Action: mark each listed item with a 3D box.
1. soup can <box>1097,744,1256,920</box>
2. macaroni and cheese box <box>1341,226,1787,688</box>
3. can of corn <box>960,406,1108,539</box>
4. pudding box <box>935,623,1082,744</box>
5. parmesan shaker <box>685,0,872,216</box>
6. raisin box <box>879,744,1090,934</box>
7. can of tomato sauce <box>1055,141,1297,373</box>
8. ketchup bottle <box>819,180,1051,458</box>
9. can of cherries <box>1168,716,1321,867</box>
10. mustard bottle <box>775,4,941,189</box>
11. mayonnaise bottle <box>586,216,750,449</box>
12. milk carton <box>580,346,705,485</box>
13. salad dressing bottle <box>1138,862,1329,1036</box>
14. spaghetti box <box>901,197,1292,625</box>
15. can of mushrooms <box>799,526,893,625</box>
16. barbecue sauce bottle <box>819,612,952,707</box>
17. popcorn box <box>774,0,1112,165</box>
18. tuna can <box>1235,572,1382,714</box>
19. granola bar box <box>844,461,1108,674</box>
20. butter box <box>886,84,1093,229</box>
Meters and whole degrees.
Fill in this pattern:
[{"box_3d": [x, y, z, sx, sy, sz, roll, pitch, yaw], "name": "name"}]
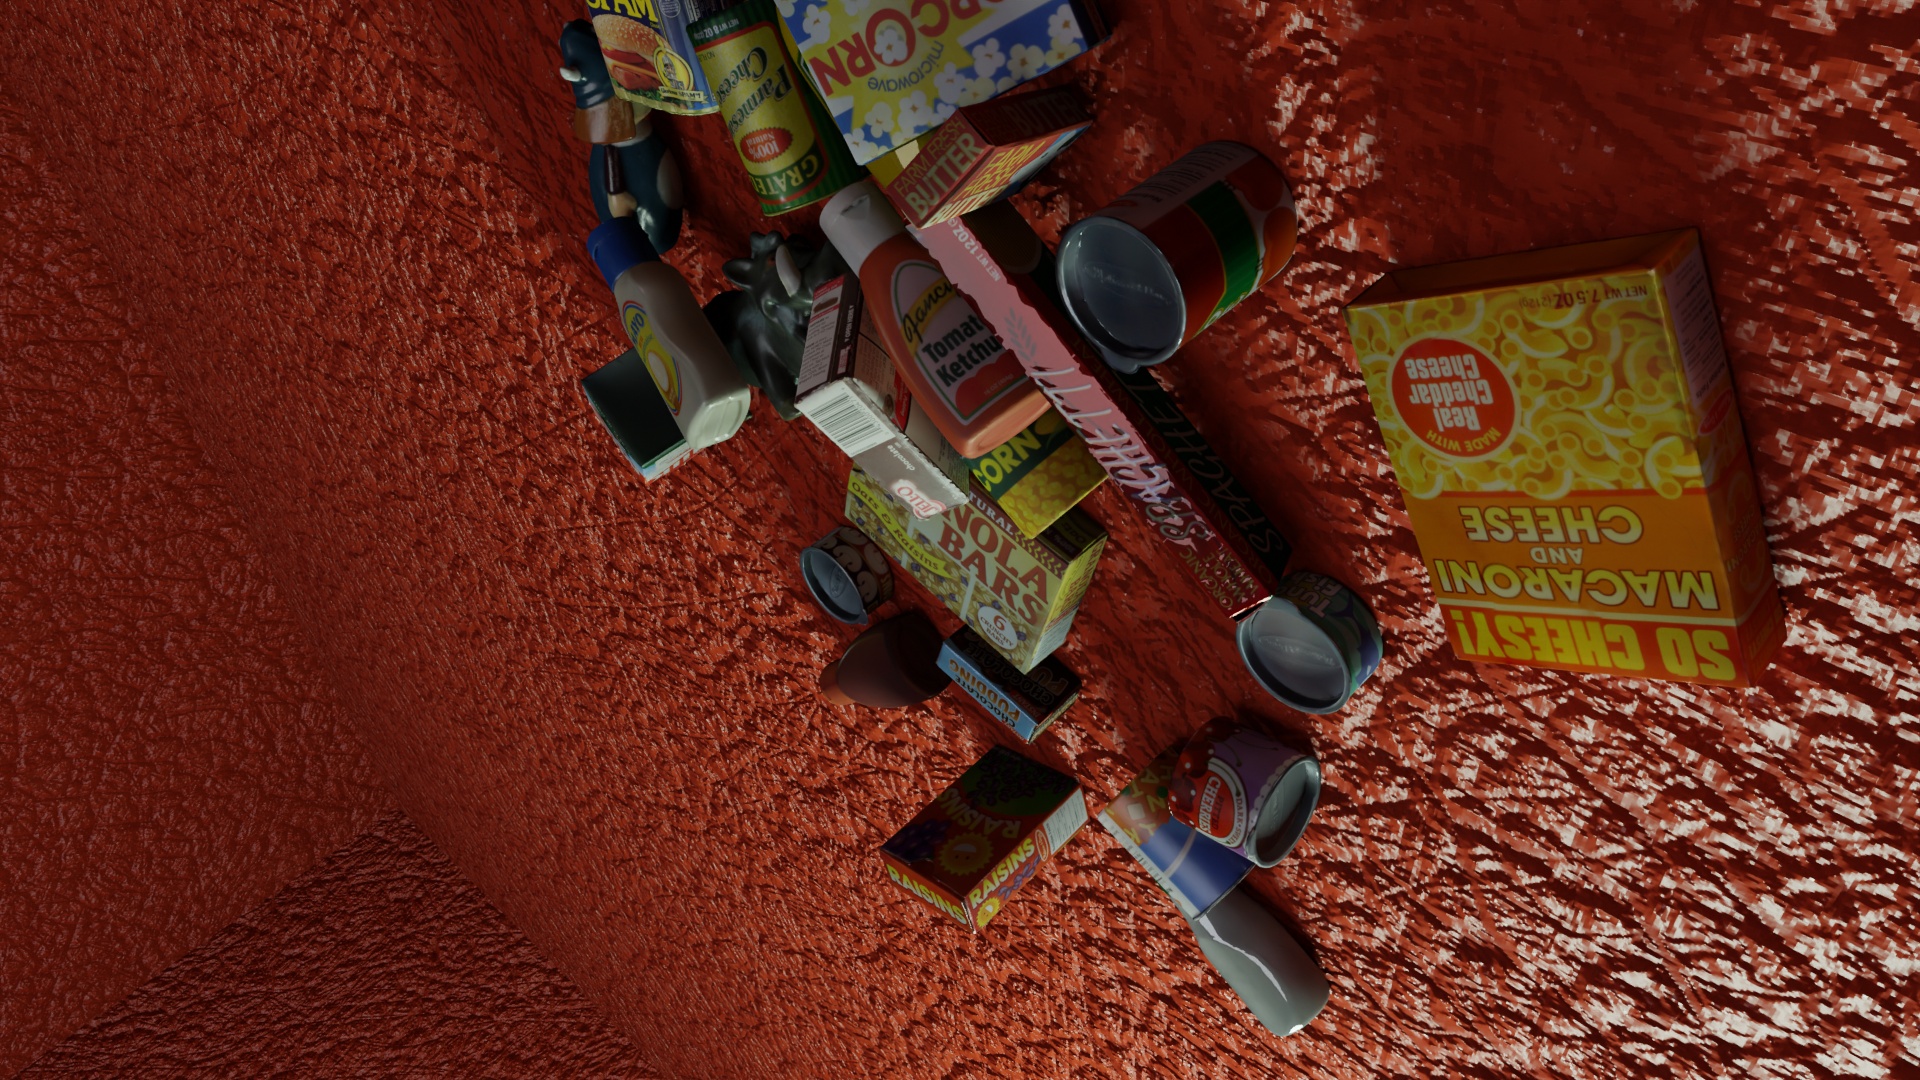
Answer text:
[{"box_3d": [0.136, 0.173, 0.837, 0.084, 0.072, 0.071, 45, 148, 13], "name": "soup can"}, {"box_3d": [0.231, -0.028, 0.533, 0.123, 0.040, 0.166, 2, 122, 51], "name": "macaroni and cheese box"}, {"box_3d": [0.042, -0.042, 0.737, 0.058, 0.071, 0.071, 51, 149, 2], "name": "can of corn"}, {"box_3d": [0.031, 0.086, 0.900, 0.084, 0.050, 0.030, 40, 145, 19], "name": "pudding box"}, {"box_3d": [-0.096, -0.231, 0.730, 0.071, 0.071, 0.102, 6, 126, 50], "name": "parmesan shaker"}, {"box_3d": [0.018, 0.204, 0.963, 0.086, 0.124, 0.040, 19, 136, 42], "name": "raisin box"}, {"box_3d": [0.092, -0.119, 0.582, 0.071, 0.083, 0.070, 33, 144, 29], "name": "can of tomato sauce"}, {"box_3d": [-0.016, -0.115, 0.699, 0.149, 0.065, 0.043, 53, 173, 14], "name": "ketchup bottle"}, {"box_3d": [0.156, 0.139, 0.768, 0.058, 0.072, 0.071, 24, 139, 39], "name": "can of cherries"}, {"box_3d": [-0.027, -0.208, 0.682, 0.065, 0.049, 0.160, -18, 107, 53], "name": "mustard bottle"}, {"box_3d": [-0.181, -0.131, 0.851, 0.148, 0.041, 0.064, 58, 149, 15], "name": "mayonnaise bottle"}, {"box_3d": [-0.216, -0.091, 0.995, 0.072, 0.073, 0.190, 56, 169, -4], "name": "milk carton"}, {"box_3d": [0.169, 0.242, 0.882, 0.148, 0.044, 0.064, 50, 150, 6], "name": "salad dressing bottle"}, {"box_3d": [0.070, -0.069, 0.662, 0.028, 0.050, 0.250, -34, 101, 36], "name": "spaghetti box"}, {"box_3d": [-0.080, 0.027, 1.001, 0.071, 0.033, 0.070, 33, 143, 29], "name": "can of mushrooms"}, {"box_3d": [-0.062, 0.097, 1.038, 0.065, 0.044, 0.148, 56, 149, -5], "name": "barbecue sauce bottle"}, {"box_3d": [-0.008, -0.229, 0.604, 0.126, 0.038, 0.085, -17, 109, 32], "name": "popcorn box"}, {"box_3d": [0.173, 0.049, 0.692, 0.071, 0.033, 0.070, 33, 144, 29], "name": "tuna can"}, {"box_3d": [0.003, -0.011, 0.849, 0.166, 0.039, 0.123, 41, 146, 18], "name": "granola bar box"}, {"box_3d": [0.014, -0.168, 0.605, 0.053, 0.104, 0.024, -39, 89, 36], "name": "butter box"}]
